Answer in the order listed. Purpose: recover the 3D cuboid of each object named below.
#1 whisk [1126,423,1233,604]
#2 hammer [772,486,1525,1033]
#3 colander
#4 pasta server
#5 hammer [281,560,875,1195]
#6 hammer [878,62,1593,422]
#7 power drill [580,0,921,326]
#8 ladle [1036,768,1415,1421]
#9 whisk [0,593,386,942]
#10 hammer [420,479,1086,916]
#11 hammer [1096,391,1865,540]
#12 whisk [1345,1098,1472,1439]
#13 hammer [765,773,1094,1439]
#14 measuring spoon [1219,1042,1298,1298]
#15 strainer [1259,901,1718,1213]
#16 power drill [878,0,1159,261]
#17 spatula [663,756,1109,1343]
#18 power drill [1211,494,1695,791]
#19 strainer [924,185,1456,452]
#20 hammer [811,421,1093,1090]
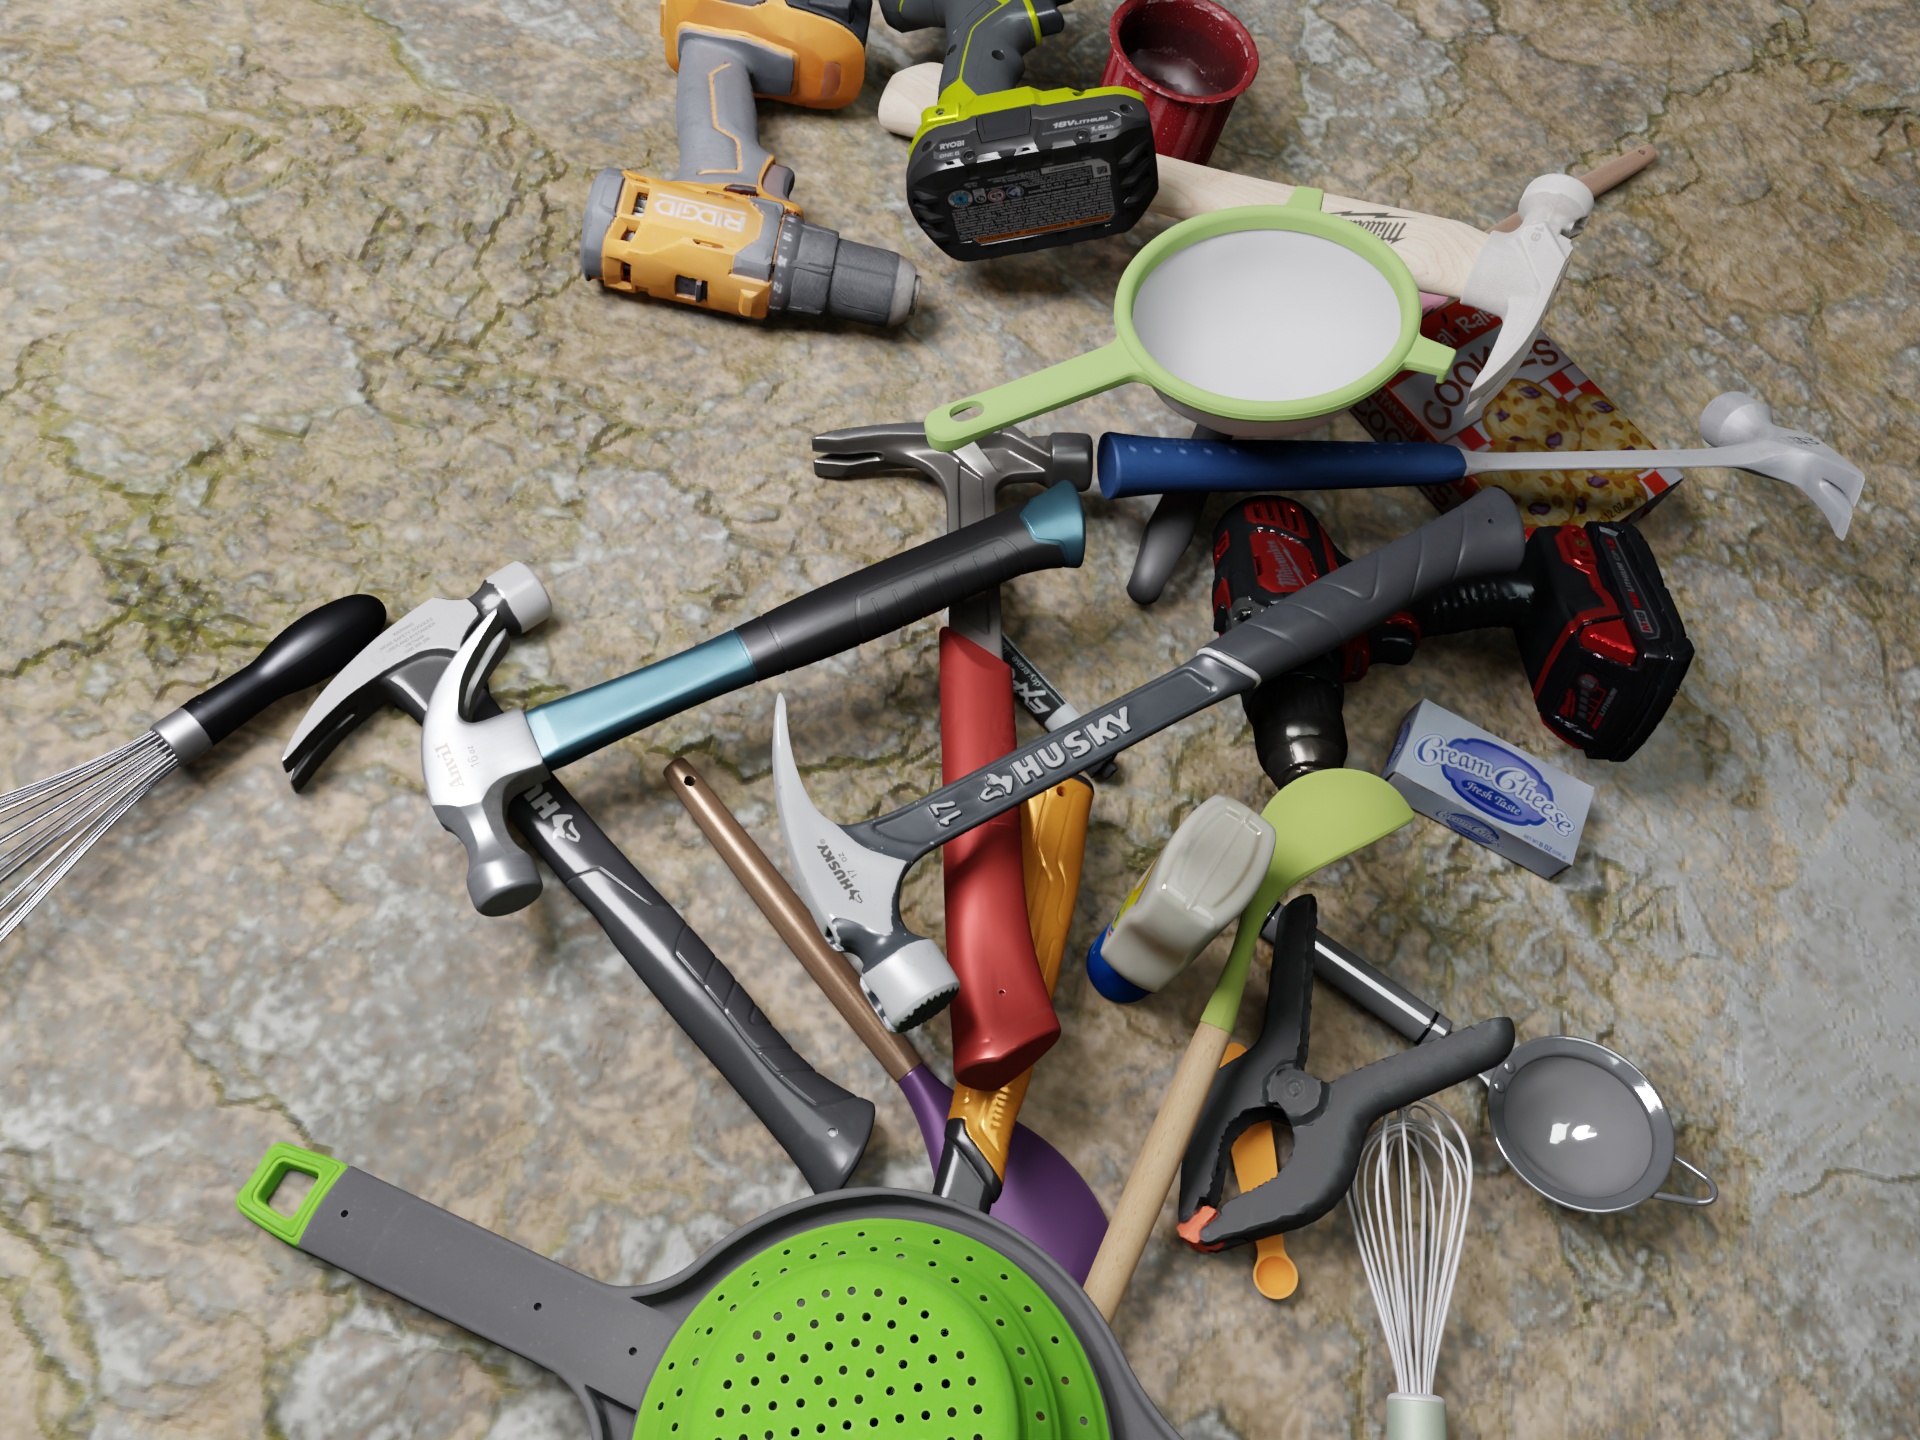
[{"bbox_3d":[0.154,-0.187,0.905,0.073,0.073,0.296,25,67,1],"label":"whisk"},{"bbox_3d":[0.103,-0.019,0.724,0.409,0.036,0.149,-27,68,-21],"label":"hammer"},{"bbox_3d":[-0.109,0.228,0.572,0.397,0.094,0.205,18,59,15],"label":"colander"},{"bbox_3d":[0.354,-0.319,1.023,0.316,0.040,0.060,-32,72,-25],"label":"pasta server"},{"bbox_3d":[-0.160,0.081,0.718,0.146,0.035,0.335,-37,77,-26],"label":"hammer"},{"bbox_3d":[0.132,-0.294,0.907,0.411,0.038,0.146,23,73,18],"label":"hammer"},{"bbox_3d":[-0.103,-0.327,0.909,0.185,0.084,0.226,11,67,-6],"label":"power drill"},{"bbox_3d":[0.112,0.164,0.692,0.062,0.078,0.320,25,79,1],"label":"ladle"},{"bbox_3d":[-0.367,0.026,0.690,0.070,0.070,0.285,41,58,9],"label":"whisk"},{"bbox_3d":[-0.086,-0.034,0.733,0.331,0.033,0.128,-24,69,-14],"label":"hammer"},{"bbox_3d":[0.276,-0.136,0.846,0.405,0.035,0.144,-2,30,-9],"label":"hammer"},{"bbox_3d":[0.196,0.286,0.690,0.059,0.057,0.246,-6,63,23],"label":"whisk"},{"bbox_3d":[0.019,0.169,0.690,0.127,0.034,0.337,15,59,0],"label":"hammer"},{"bbox_3d":[0.136,0.206,0.733,0.021,0.011,0.117,-7,62,2],"label":"measuring spoon"},{"bbox_3d":[0.234,0.154,0.763,0.258,0.050,0.087,35,60,13],"label":"strainer"},{"bbox_3d":[0.048,-0.383,0.899,0.190,0.080,0.229,-7,65,9],"label":"power drill"},{"bbox_3d":[-0.037,0.139,0.724,0.060,0.018,0.316,-34,76,-26],"label":"spatula"},{"bbox_3d":[0.243,-0.033,0.811,0.226,0.080,0.188,4,47,-3],"label":"power drill"},{"bbox_3d":[0.105,-0.171,0.806,0.256,0.069,0.152,-21,57,-6],"label":"strainer"},{"bbox_3d":[-0.001,-0.002,0.755,0.149,0.036,0.359,-1,56,-1],"label":"hammer"}]
